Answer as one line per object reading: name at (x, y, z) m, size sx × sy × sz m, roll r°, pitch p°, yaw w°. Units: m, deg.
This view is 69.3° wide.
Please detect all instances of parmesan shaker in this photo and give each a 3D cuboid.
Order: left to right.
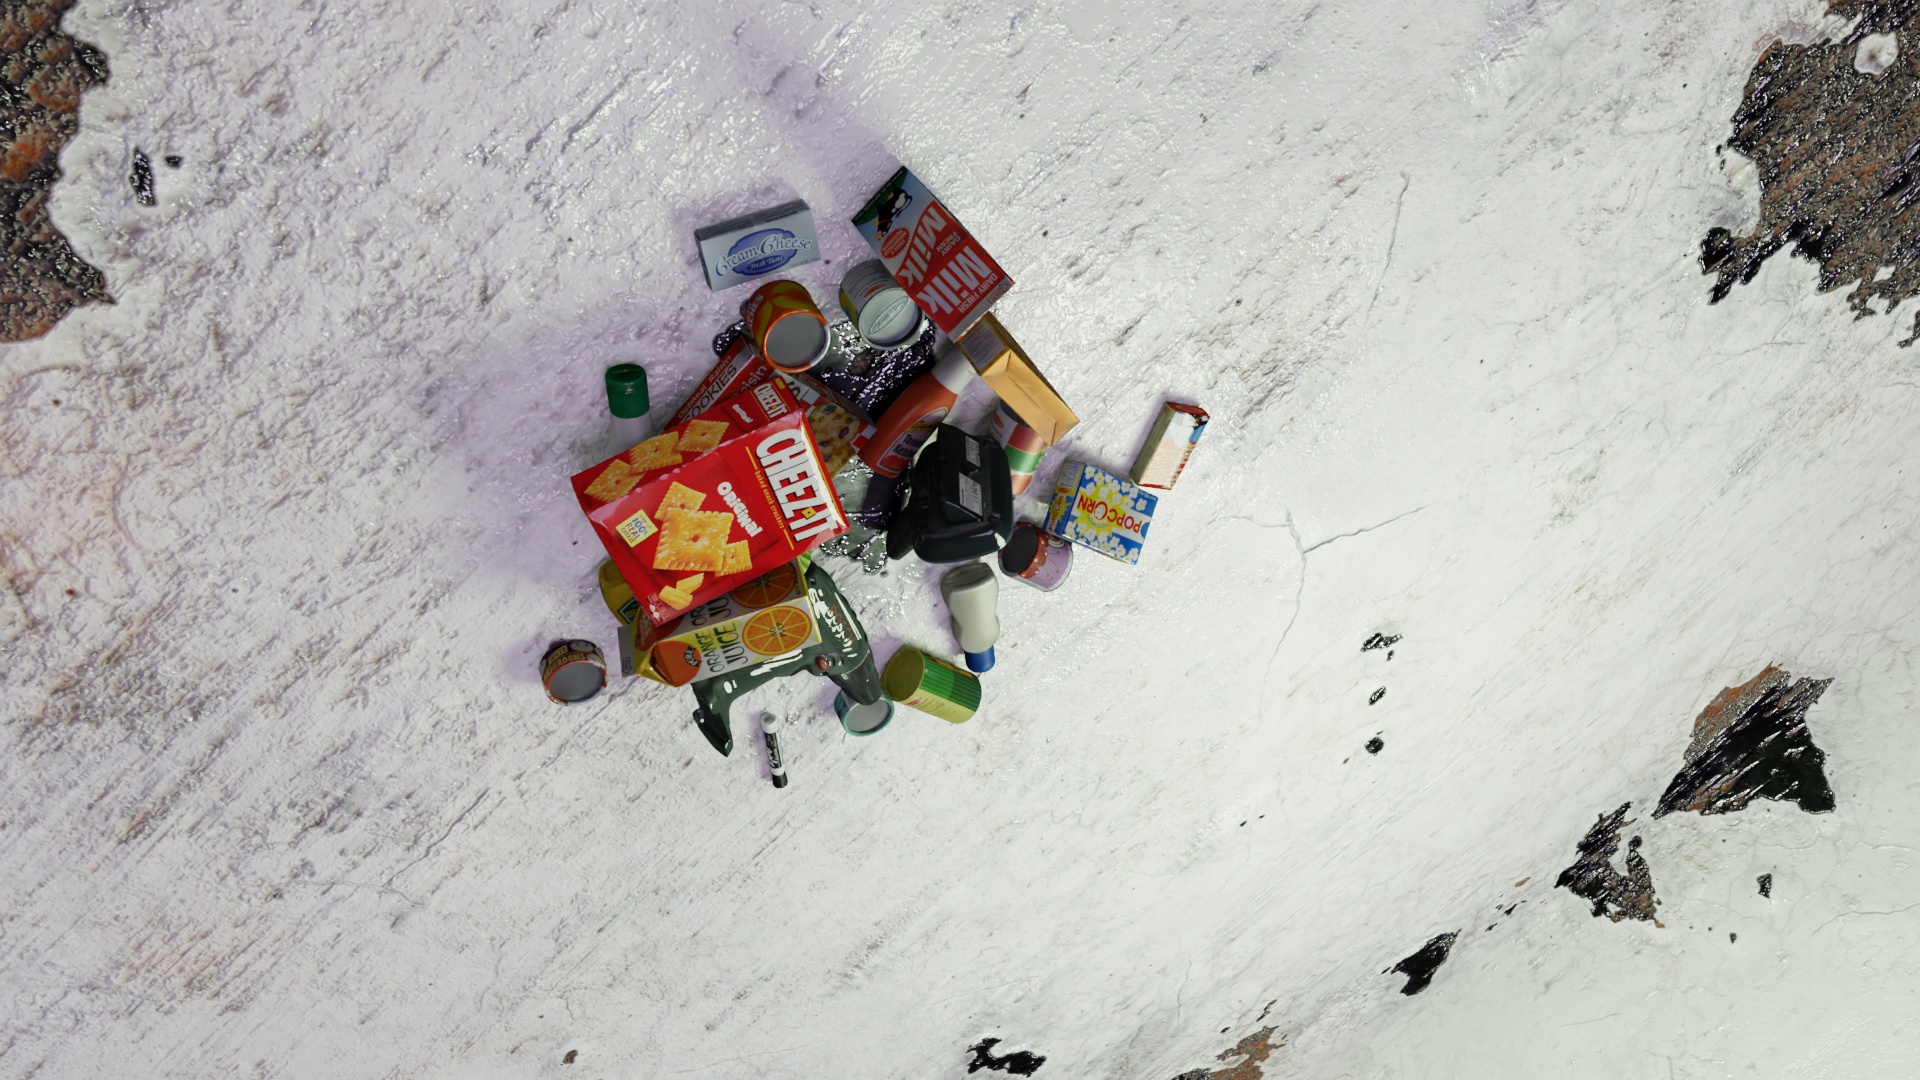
parmesan shaker at (-0.034, 0.172, 1.635) m, size 0.103 × 0.071 × 0.071 m, roll 27°, pitch 111°, yaw -41°

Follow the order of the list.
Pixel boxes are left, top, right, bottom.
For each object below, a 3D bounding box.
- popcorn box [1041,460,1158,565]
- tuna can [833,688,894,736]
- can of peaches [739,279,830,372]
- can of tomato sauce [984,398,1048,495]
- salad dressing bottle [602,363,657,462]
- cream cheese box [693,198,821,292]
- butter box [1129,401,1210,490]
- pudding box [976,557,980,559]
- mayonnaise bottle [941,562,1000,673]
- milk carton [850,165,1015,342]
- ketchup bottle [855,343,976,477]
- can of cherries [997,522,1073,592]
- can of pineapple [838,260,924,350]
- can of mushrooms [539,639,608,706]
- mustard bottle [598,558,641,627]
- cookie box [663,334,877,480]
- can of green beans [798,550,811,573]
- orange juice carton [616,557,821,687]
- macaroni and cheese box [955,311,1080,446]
popcorn box at (0.158, -0.031, 1.562) m, size 0.126 × 0.038 × 0.085 m, roll 21°, pitch 86°, yaw -38°
tuna can at (-0.113, 0.199, 1.636) m, size 0.071 × 0.033 × 0.070 m, roll -15°, pitch 131°, yaw -17°
can of peaches at (-0.160, -0.195, 1.266) m, size 0.071 × 0.058 × 0.070 m, roll -15°, pitch 133°, yaw -17°
can of tomato sauce at (0.057, -0.098, 1.456) m, size 0.071 × 0.071 × 0.082 m, roll 7°, pitch 124°, yaw -32°
salad dressing bottle at (-0.303, -0.092, 1.286) m, size 0.064 × 0.044 × 0.146 m, roll -11°, pitch 130°, yaw -18°
cream cheese box at (-0.178, -0.260, 1.225) m, size 0.104 × 0.024 × 0.053 m, roll -20°, pitch 132°, yaw -12°
butter box at (0.237, -0.106, 1.575) m, size 0.053 × 0.024 × 0.103 m, roll 5°, pitch 123°, yaw -31°
pudding box at (0.005, -0.019, 1.520) m, size 0.050 × 0.030 × 0.083 m, roll -1°, pitch 127°, yaw -26°
mayonnaise bottle at (0.016, 0.093, 1.612) m, size 0.065 × 0.041 × 0.147 m, roll -19°, pitch 134°, yaw -11°
milk carton at (-0.018, -0.243, 1.208) m, size 0.072 × 0.191 × 0.073 m, roll -43°, pitch 134°, yaw 11°
ketchup bottle at (-0.040, -0.131, 1.390) m, size 0.148 × 0.043 × 0.065 m, roll -48°, pitch 154°, yaw 14°
can of cherries at (0.085, 0.016, 1.568) m, size 0.058 × 0.072 × 0.071 m, roll 24°, pitch 113°, yaw -38°
can of pineapple at (-0.073, -0.218, 1.292) m, size 0.071 × 0.058 × 0.070 m, roll -15°, pitch 132°, yaw -17°
can of mushrooms at (-0.399, 0.136, 1.431) m, size 0.071 × 0.033 × 0.070 m, roll -15°, pitch 133°, yaw -16°
mustard bottle at (-0.310, 0.078, 1.418) m, size 0.065 × 0.049 × 0.159 m, roll -26°, pitch 134°, yaw -2°
cookie box at (-0.182, -0.108, 1.340) m, size 0.122 × 0.040 × 0.167 m, roll -47°, pitch 134°, yaw 14°
can of green beans at (-0.193, 0.009, 1.412) m, size 0.071 × 0.071 × 0.057 m, roll -33°, pitch 135°, yaw 0°
orange juice carton at (-0.241, 0.081, 1.361) m, size 0.193 × 0.072 × 0.072 m, roll -17°, pitch 135°, yaw -6°
macaroni and cheese box at (0.033, -0.176, 1.308) m, size 0.040 × 0.167 × 0.123 m, roll -41°, pitch 134°, yaw 9°
